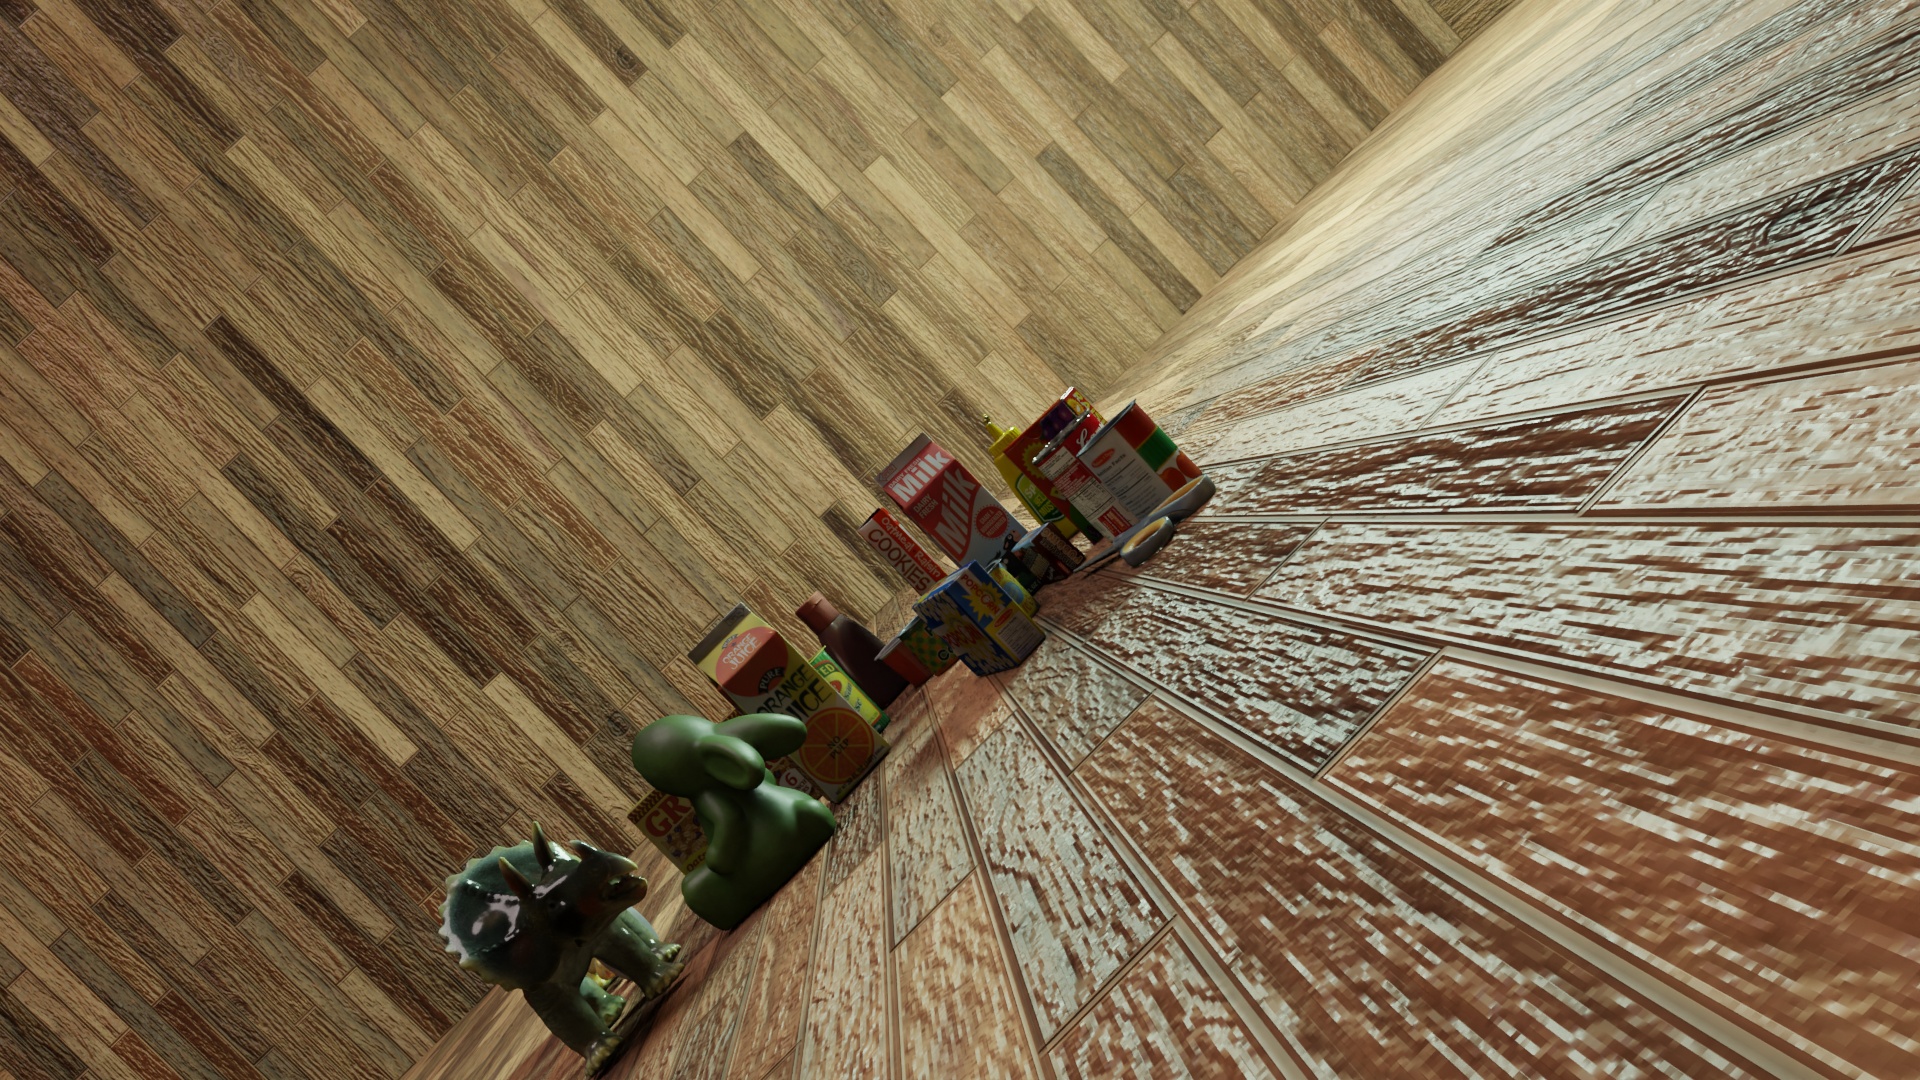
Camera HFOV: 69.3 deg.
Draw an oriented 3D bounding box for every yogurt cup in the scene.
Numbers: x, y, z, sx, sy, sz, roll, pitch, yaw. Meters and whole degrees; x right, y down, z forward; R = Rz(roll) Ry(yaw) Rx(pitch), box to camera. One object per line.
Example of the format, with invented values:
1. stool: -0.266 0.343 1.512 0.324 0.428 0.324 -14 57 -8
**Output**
1. yogurt cup: -0.047 0.120 1.489 0.072 0.054 0.072 -44 3 3

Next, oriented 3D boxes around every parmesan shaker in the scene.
1. parmesan shaker: -0.128 0.169 1.434 0.071 0.103 0.071 -44 3 3

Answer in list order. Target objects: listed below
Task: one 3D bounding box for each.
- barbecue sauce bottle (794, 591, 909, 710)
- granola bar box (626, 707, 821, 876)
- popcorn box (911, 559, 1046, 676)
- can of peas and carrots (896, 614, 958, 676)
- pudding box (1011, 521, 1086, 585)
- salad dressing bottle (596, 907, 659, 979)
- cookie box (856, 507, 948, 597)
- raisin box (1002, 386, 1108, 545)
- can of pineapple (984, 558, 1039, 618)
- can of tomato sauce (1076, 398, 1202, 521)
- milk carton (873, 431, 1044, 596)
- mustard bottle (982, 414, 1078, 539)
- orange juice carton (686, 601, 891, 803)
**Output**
1. barbecue sauce bottle: -0.124 0.122 1.574 0.043 0.148 0.065 -41 4 48
2. granola bar box: -0.227 0.255 1.378 0.166 0.124 0.039 -45 3 -14
3. popcorn box: 0.013 0.066 1.144 0.038 0.085 0.126 -45 3 -17
4. can of peas and carrots: -0.021 0.096 1.426 0.071 0.058 0.071 -44 3 3
5. pudding box: 0.082 0.012 1.304 0.030 0.049 0.083 -45 3 -12
6. salad dressing bottle: -0.367 0.373 1.391 0.064 0.147 0.044 -43 3 22
7. cookie box: -0.044 0.034 1.550 0.040 0.167 0.123 -44 3 -2
8. raisin box: 0.113 -0.069 1.290 0.085 0.123 0.040 -42 3 34
9. can of pineapple: 0.030 0.060 1.258 0.071 0.058 0.071 -44 3 3
10. can of tomato sauce: 0.149 -0.064 1.144 0.071 0.083 0.071 -44 3 3
11. milk carton: 0.005 -0.017 1.380 0.072 0.190 0.073 -45 3 -4
12. mustard bottle: 0.076 -0.073 1.487 0.065 0.160 0.049 -43 3 21
13. orange juice carton: -0.159 0.148 1.275 0.072 0.192 0.073 -45 3 -16
